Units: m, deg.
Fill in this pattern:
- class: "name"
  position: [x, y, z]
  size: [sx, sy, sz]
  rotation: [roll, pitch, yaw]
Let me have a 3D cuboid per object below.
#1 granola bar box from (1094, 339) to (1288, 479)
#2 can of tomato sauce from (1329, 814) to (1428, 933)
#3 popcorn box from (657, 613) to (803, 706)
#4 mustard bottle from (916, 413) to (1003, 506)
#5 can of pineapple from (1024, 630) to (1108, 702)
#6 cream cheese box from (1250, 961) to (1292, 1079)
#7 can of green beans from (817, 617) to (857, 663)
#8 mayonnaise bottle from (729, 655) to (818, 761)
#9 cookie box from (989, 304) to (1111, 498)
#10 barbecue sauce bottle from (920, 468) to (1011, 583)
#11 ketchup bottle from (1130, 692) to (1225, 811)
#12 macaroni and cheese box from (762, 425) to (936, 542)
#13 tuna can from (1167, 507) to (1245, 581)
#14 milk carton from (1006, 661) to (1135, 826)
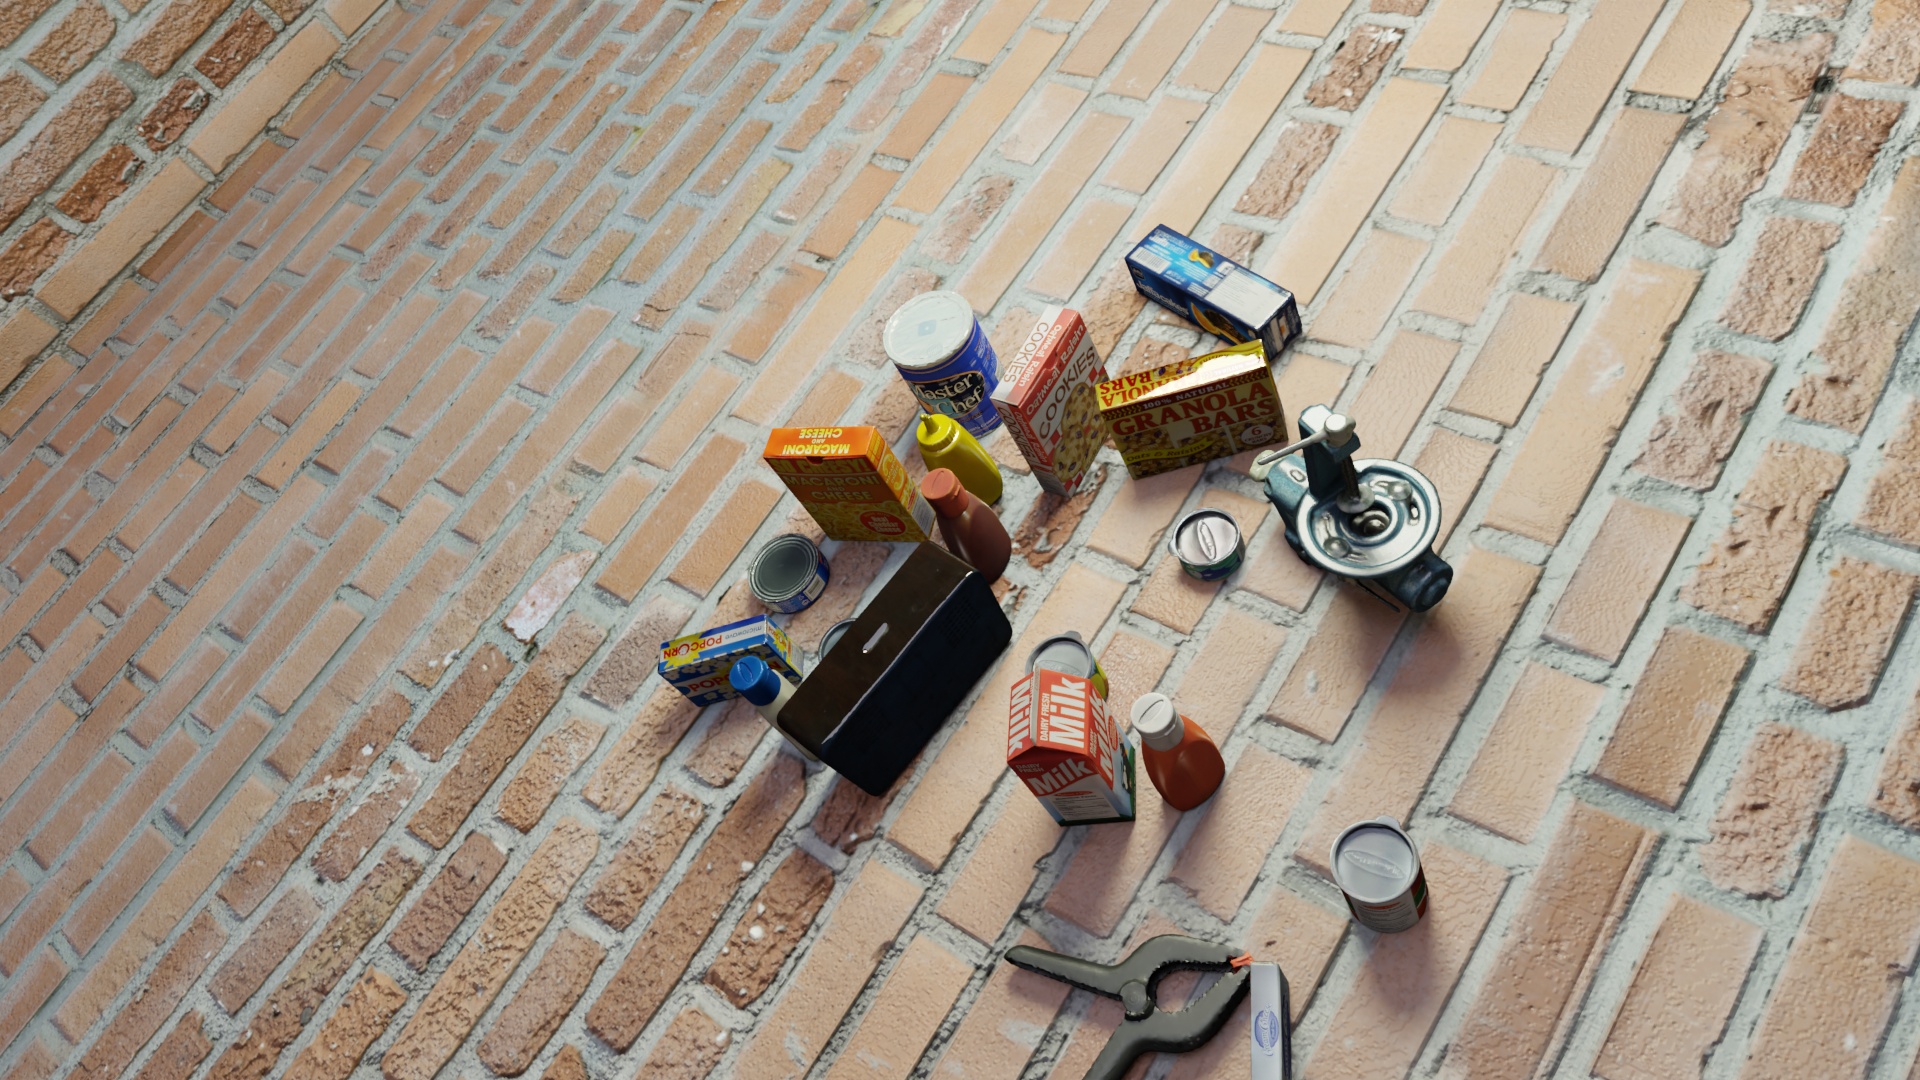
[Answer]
- class: "granola bar box"
  position: [0.231, -0.126, 1.375]
  size: [0.165, 0.123, 0.039]
  rotation: [-15, 54, 16]
- class: "can of tomato sauce"
  position: [0.332, 0.264, 1.095]
  size: [0.071, 0.082, 0.071]
  rotation: [-12, 55, 17]
- class: "popcorn box"
  position: [-0.238, 0.126, 1.446]
  size: [0.126, 0.085, 0.038]
  rotation: [-16, 54, 14]
- class: "mustard bottle"
  position: [-0.008, -0.088, 1.435]
  size: [0.065, 0.159, 0.049]
  rotation: [-35, 51, 0]
- class: "can of pineapple"
  position: [0.102, 0.129, 1.306]
  size: [0.071, 0.057, 0.071]
  rotation: [-12, 55, 17]
- class: "cream cheese box"
  position: [0.241, 0.385, 1.075]
  size: [0.024, 0.053, 0.104]
  rotation: [-7, 56, 21]
- class: "can of green beans"
  position: [-0.102, 0.120, 1.405]
  size: [0.071, 0.057, 0.071]
  rotation: [-12, 55, 17]
- class: "mayonnaise bottle"
  position: [-0.175, 0.161, 1.353]
  size: [0.041, 0.147, 0.065]
  rotation: [-37, 51, -1]
- class: "cookie box"
  position: [0.102, -0.140, 1.414]
  size: [0.040, 0.167, 0.123]
  rotation: [19, 68, 33]
- class: "barbecue sauce bottle"
  position: [0.005, -0.017, 1.390]
  size: [0.043, 0.148, 0.065]
  rotation: [10, 64, 30]
- class: "ketchup bottle"
  position: [0.182, 0.177, 1.180]
  size: [0.065, 0.148, 0.043]
  rotation: [-45, 52, -8]
- class: "macaroni and cheese box"
  position: [-0.114, -0.056, 1.458]
  size: [0.123, 0.166, 0.040]
  rotation: [1, 60, 25]
- class: "tuna can"
  position: [0.238, 0.005, 1.342]
  size: [0.071, 0.032, 0.071]
  rotation: [-12, 55, 17]
- class: "milk carton"
  position: [0.092, 0.177, 1.194]
  size: [0.073, 0.190, 0.073]
  rotation: [-9, 56, 20]
